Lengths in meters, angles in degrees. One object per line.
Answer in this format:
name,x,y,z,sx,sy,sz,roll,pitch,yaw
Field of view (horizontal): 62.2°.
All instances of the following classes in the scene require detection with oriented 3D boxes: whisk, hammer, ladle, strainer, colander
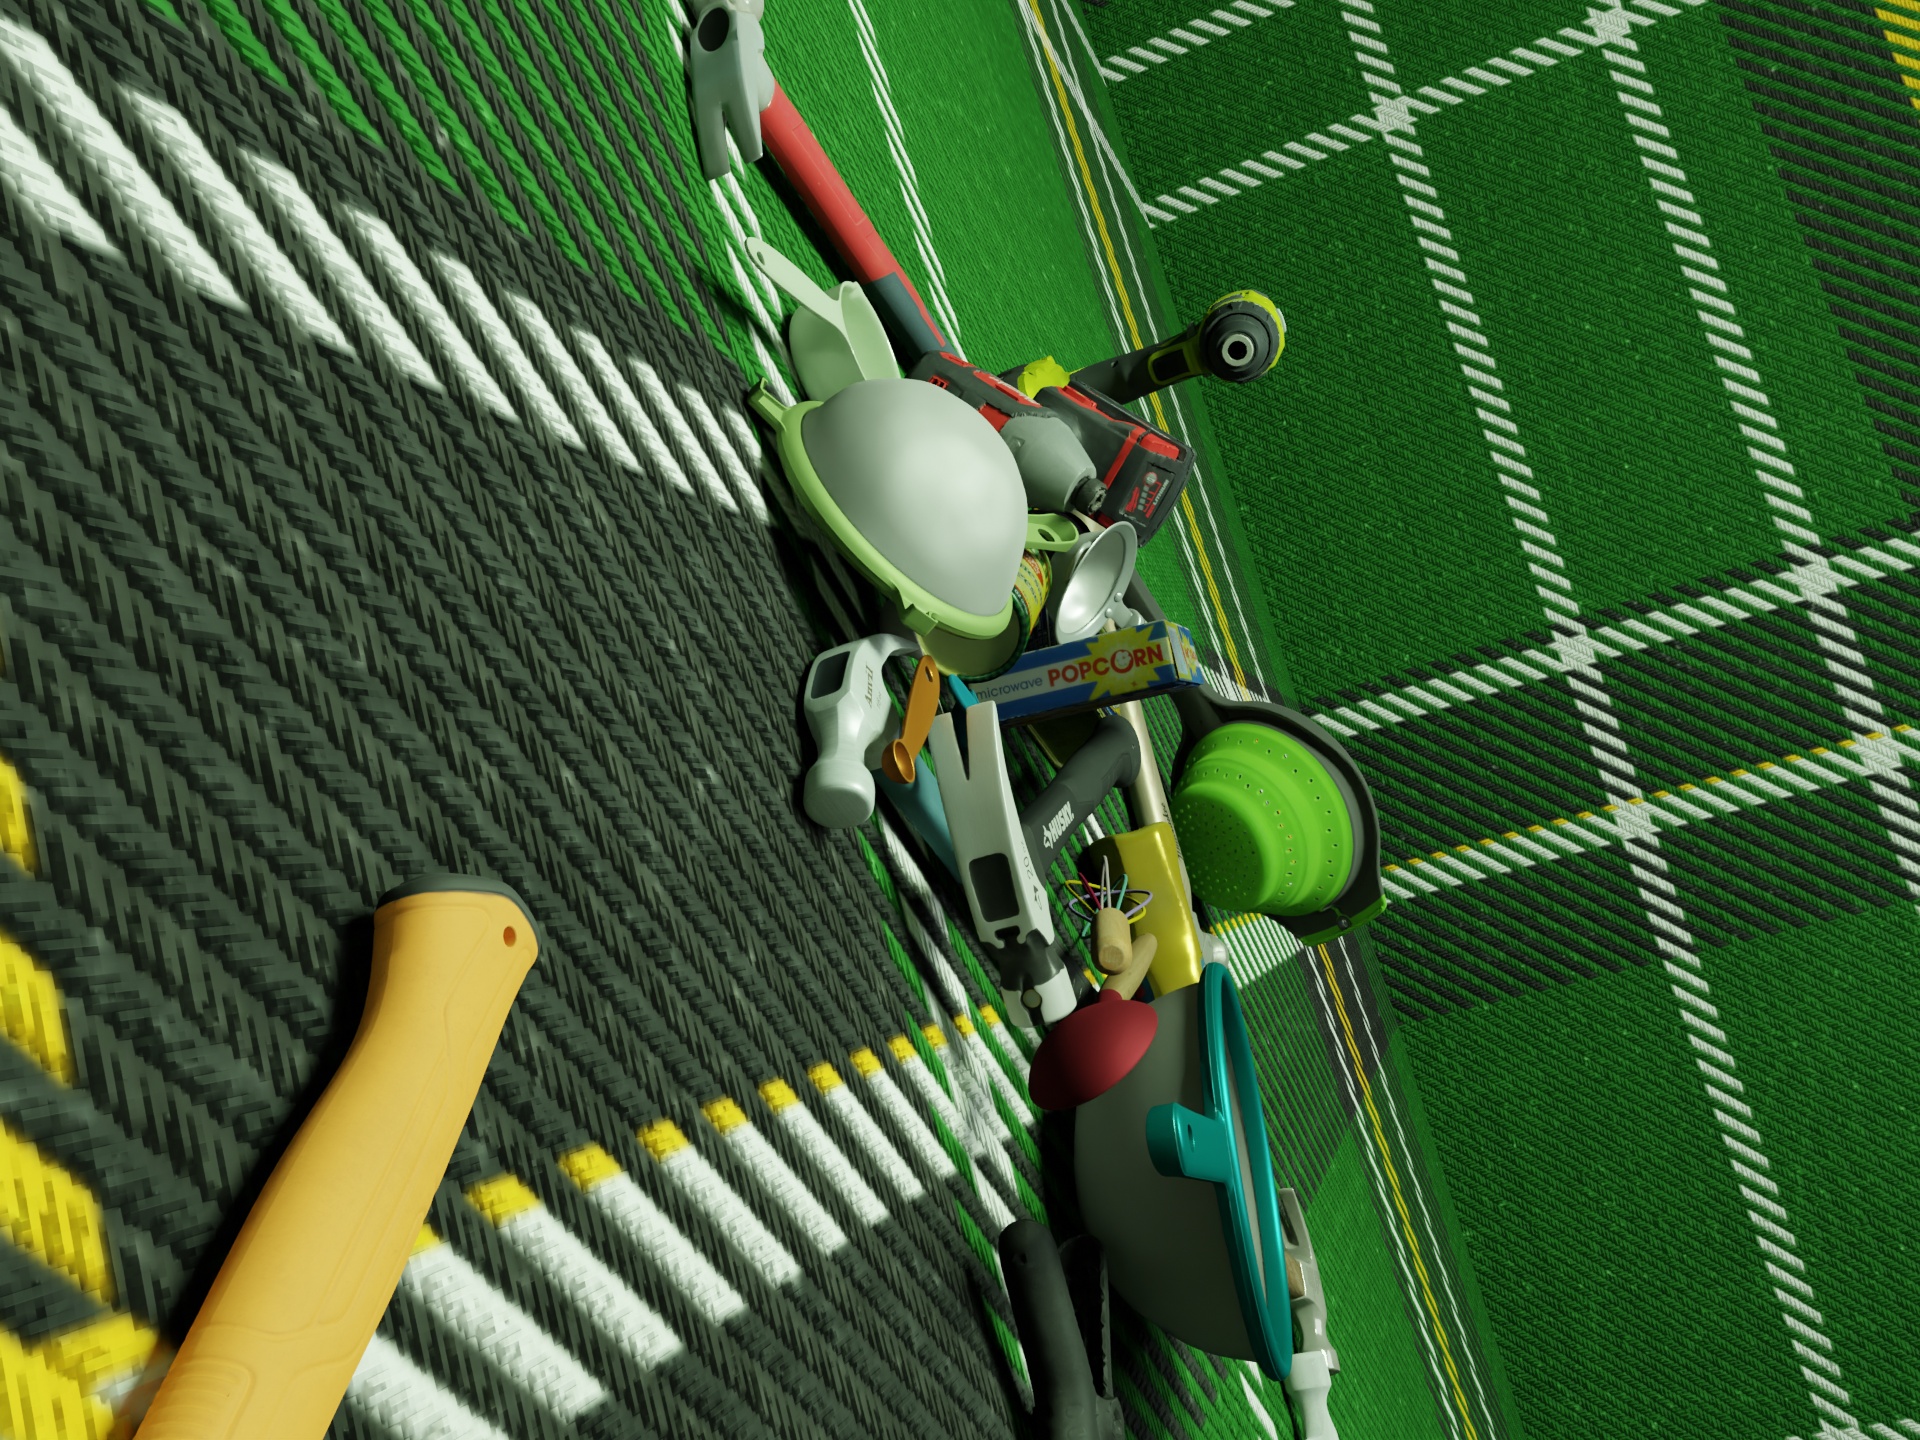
whisk,0.081,0.115,0.913,0.047,0.051,0.245,46,4,2
hammer,0.056,0.039,0.868,0.335,0.035,0.146,-35,109,-71
hammer,0.208,0.369,1.132,0.331,0.031,0.130,51,27,-49
ladle,0.084,0.144,0.842,0.031,0.069,0.315,60,12,4
hammer,-0.132,0.151,0.278,0.337,0.034,0.127,-83,149,-55
hammer,-0.049,-0.261,0.963,0.385,0.038,0.143,46,32,-55
strainer,0.105,-0.066,1.041,0.050,0.087,0.258,31,-3,32
strainer,0.094,0.220,0.782,0.340,0.095,0.211,46,35,-66
strainer,0.015,-0.118,0.817,0.152,0.069,0.256,55,26,16
hammer,0.188,0.464,0.966,0.405,0.035,0.144,41,35,-60
colander,0.197,0.025,1.345,0.094,0.204,0.397,-24,79,-39
hammer,0.134,0.000,1.275,0.146,0.038,0.411,36,38,-61
hammer,0.010,0.080,0.805,0.330,0.033,0.128,56,24,-43

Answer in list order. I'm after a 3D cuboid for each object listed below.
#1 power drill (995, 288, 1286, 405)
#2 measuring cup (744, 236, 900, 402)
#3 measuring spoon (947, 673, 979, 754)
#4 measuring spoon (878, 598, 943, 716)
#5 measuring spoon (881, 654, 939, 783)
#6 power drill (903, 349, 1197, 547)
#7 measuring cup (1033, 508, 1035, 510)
power drill,0.138,-0.264,1.221,0.191,0.228,0.080,-59,128,-68
measuring cup,-0.079,-0.198,0.806,0.167,0.038,0.083,24,50,-65
measuring spoon,-0.001,-0.003,0.841,0.128,0.021,0.042,49,19,-76
measuring spoon,-0.020,-0.009,0.842,0.034,0.018,0.124,-109,180,-64
measuring spoon,-0.022,-0.002,0.716,0.117,0.011,0.021,-76,143,-64
power drill,0.063,-0.171,1.022,0.143,0.078,0.219,36,18,21
measuring cup,0.074,-0.159,1.255,0.157,0.029,0.062,-82,149,-53
